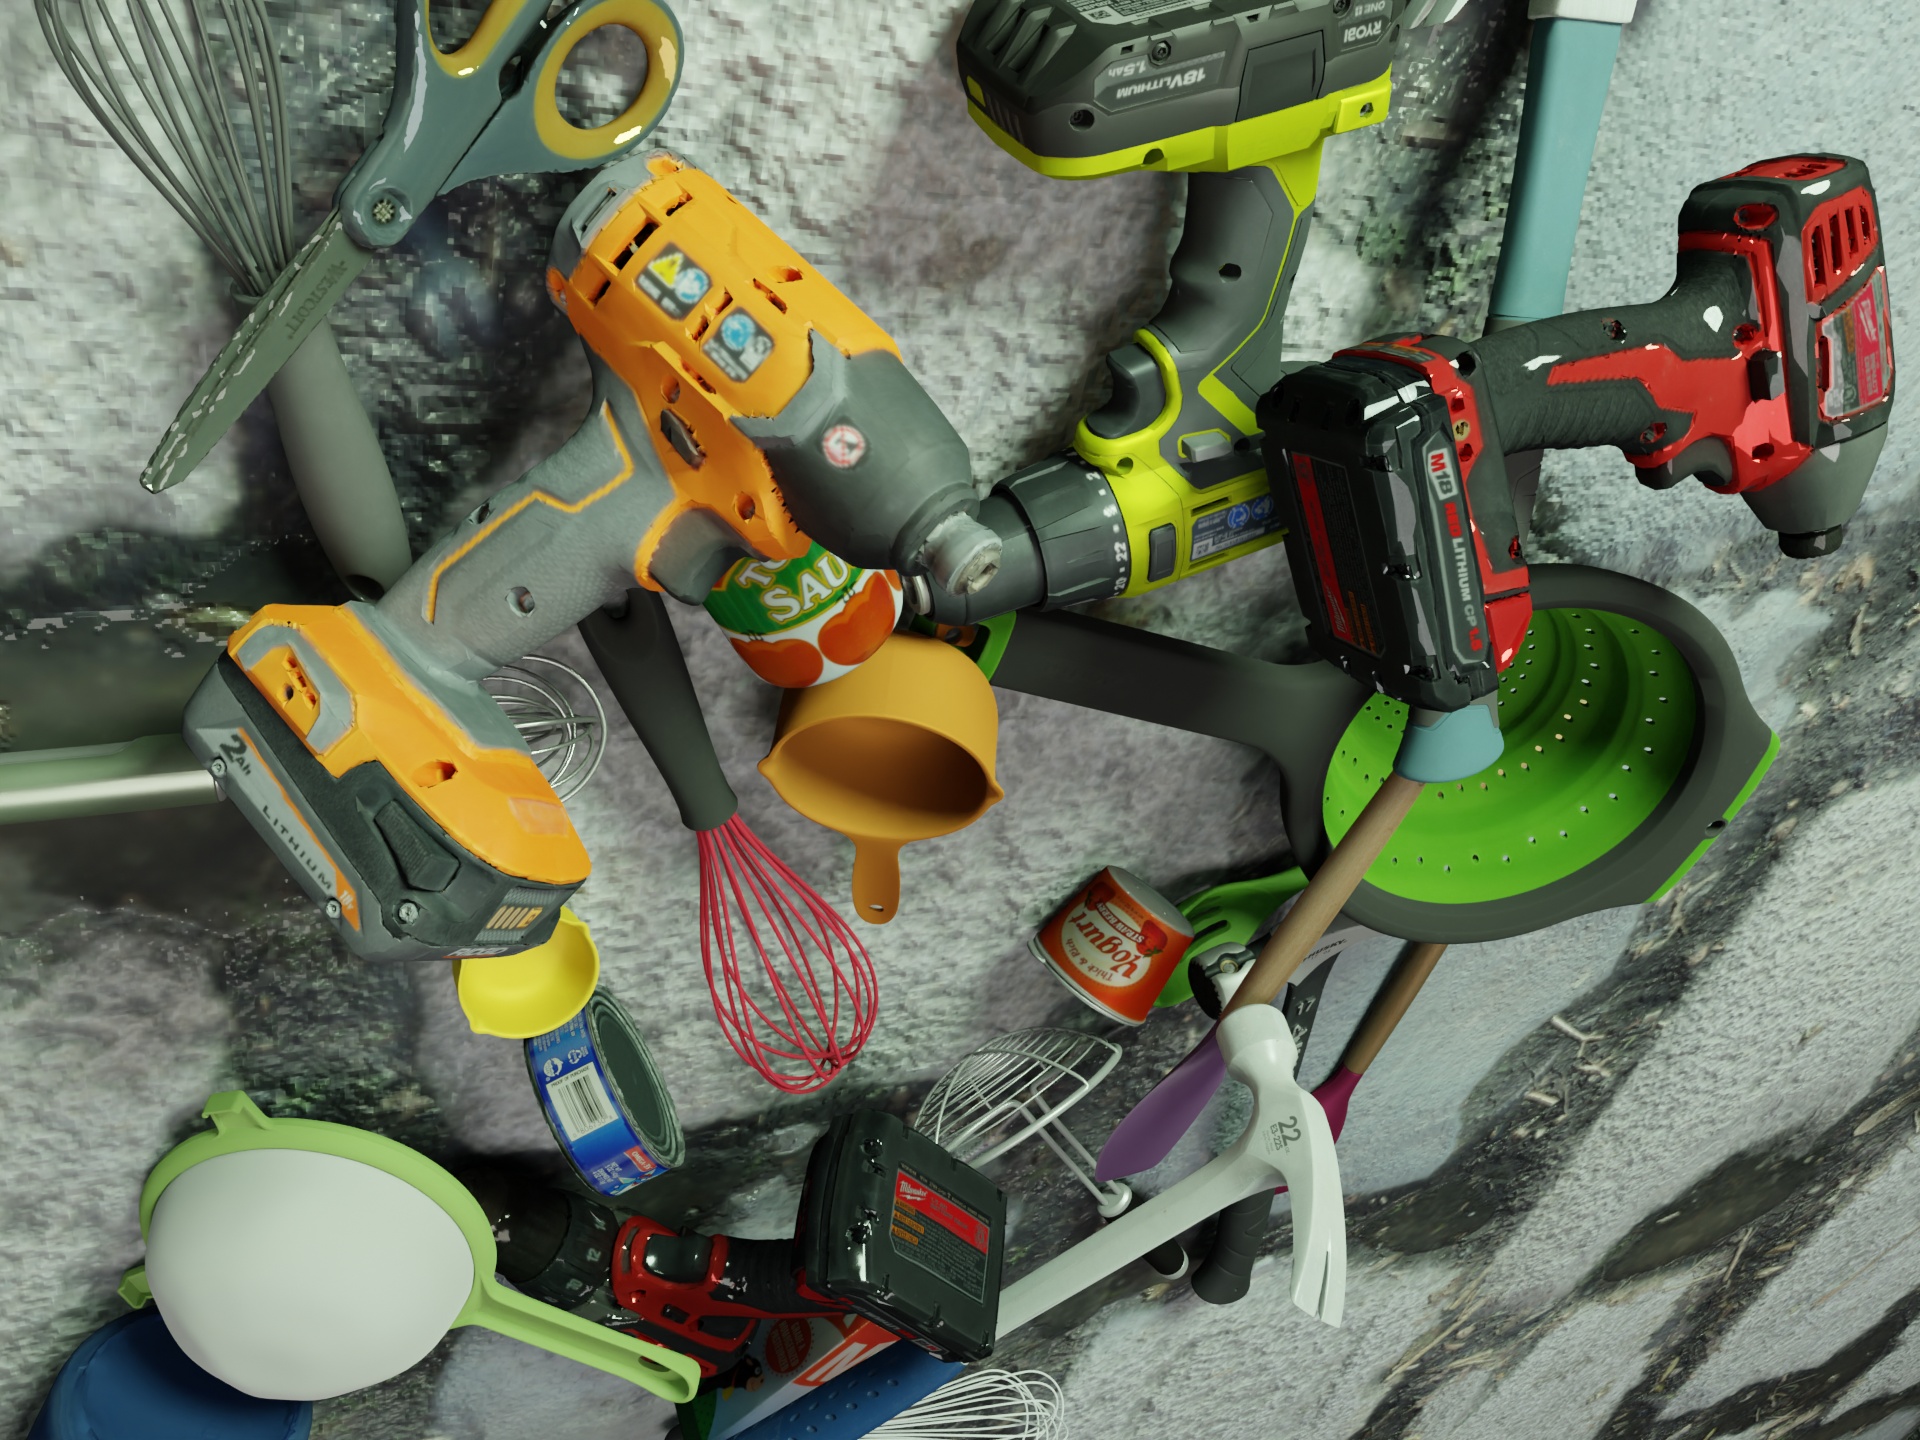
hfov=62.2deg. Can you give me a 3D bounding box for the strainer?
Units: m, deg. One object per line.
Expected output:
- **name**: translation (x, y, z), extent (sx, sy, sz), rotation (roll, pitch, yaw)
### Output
- **strainer**: translation (-0.232, 0.264, 0.679), extent (0.256, 0.069, 0.151), rotation (27, 121, -16)

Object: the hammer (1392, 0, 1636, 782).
- **hammer**: translation (0.207, -0.134, 0.589), extent (0.128, 0.033, 0.331), rotation (0, 109, -15)

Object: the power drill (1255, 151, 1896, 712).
- **power drill**: translation (0.224, -0.093, 0.551), extent (0.219, 0.079, 0.143), rotation (-24, 114, -11)

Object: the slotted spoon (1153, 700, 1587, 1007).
- **slotted spoon**: translation (0.226, 0.057, 0.842), extent (0.314, 0.031, 0.070), rotation (-29, 136, -5)

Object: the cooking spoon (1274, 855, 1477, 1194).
- **cooking spoon**: translation (0.254, 0.196, 0.981), extent (0.068, 0.017, 0.318), rotation (-1, 129, -28)

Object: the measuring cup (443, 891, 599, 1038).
- **measuring cup**: translation (-0.207, 0.068, 0.626), extent (0.062, 0.029, 0.156), rotation (-44, 123, -4)

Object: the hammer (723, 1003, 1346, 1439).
- **hammer**: translation (0.007, 0.295, 0.756), extent (0.405, 0.144, 0.035), rotation (-38, 126, 20)

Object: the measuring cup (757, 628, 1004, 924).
- **measuring cup**: translation (-0.031, 0.026, 0.658), extent (0.095, 0.052, 0.173), rotation (6, 147, 0)

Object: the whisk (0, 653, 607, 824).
- **whisk**: translation (-0.245, 0.014, 0.544), extent (0.246, 0.058, 0.059), rotation (-6, 96, -20)

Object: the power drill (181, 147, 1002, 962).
- **power drill**: translation (-0.103, -0.034, 0.468), extent (0.226, 0.164, 0.084), rotation (-48, 163, 6)

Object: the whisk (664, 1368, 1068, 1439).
- **whisk**: translation (-0.053, 0.452, 1.017), extent (0.284, 0.070, 0.070), rotation (10, 122, -28)

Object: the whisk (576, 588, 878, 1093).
- **whisk**: translation (-0.095, 0.050, 0.646), extent (0.073, 0.073, 0.295), rotation (-24, 128, -8)

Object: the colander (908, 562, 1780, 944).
- **colander**: translation (0.164, -0.019, 0.711), extent (0.397, 0.095, 0.204), rotation (13, 123, -17)

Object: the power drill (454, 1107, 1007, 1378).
- **power drill**: translation (-0.112, 0.246, 0.743), extent (0.227, 0.080, 0.187), rotation (-20, 134, 30)

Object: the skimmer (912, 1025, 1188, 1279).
- **skimmer**: translation (0.079, 0.274, 0.904), extent (0.127, 0.090, 0.362), rotation (-34, 136, 1)

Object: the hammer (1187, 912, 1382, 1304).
- **hammer**: translation (0.186, 0.244, 0.951), extent (0.149, 0.036, 0.408), rotation (-19, 138, -19)

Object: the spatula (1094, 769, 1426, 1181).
- **spatula**: translation (0.138, 0.127, 0.748), extent (0.059, 0.018, 0.315), rotation (-3, 134, -34)

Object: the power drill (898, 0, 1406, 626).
- **power drill**: translation (0.062, -0.138, 0.549), extent (0.190, 0.080, 0.228), rotation (-20, 137, -15)

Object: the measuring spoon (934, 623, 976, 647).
- **measuring spoon**: translation (-0.001, -0.002, 0.683), extent (0.021, 0.011, 0.116), rotation (-20, 131, -18)

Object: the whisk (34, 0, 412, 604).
- **whisk**: translation (-0.198, -0.122, 0.449), extent (0.055, 0.055, 0.238), rotation (-17, 138, -14)
